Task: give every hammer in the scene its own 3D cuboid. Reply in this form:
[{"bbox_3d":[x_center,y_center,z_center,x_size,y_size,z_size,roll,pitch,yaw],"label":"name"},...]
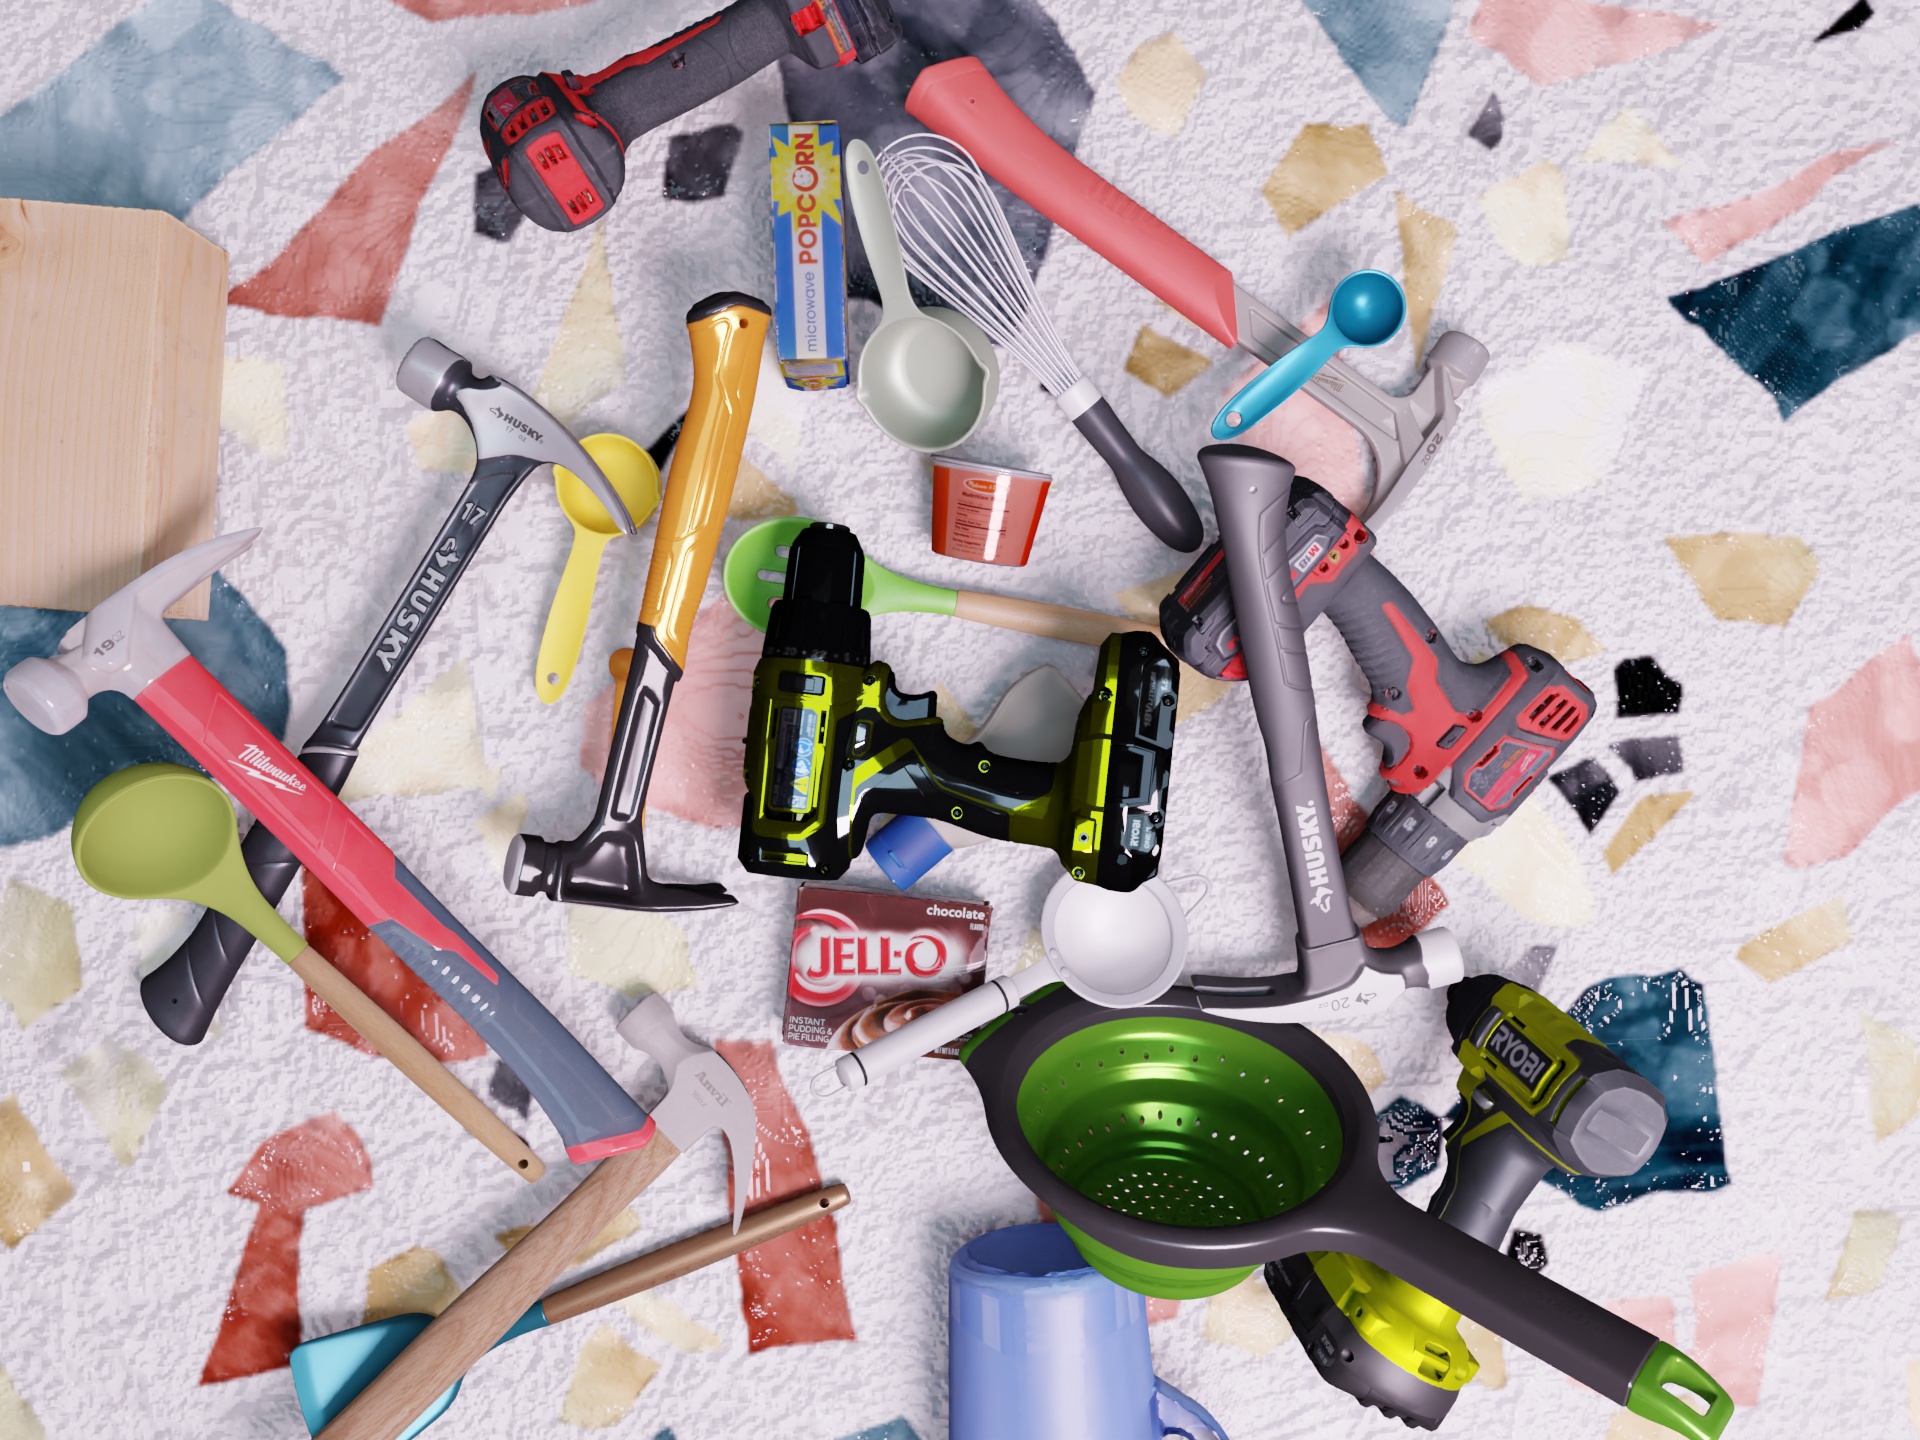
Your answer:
[{"bbox_3d":[0.118,-0.246,0.902,0.359,0.037,0.149,34,90,-4],"label":"hammer"},{"bbox_3d":[-0.148,-0.059,0.854,0.127,0.034,0.337,10,99,-28],"label":"hammer"},{"bbox_3d":[-0.331,0.003,0.874,0.149,0.036,0.409,32,95,-3],"label":"hammer"},{"bbox_3d":[0.168,0.015,0.832,0.146,0.035,0.334,-15,113,3],"label":"hammer"},{"bbox_3d":[-0.245,0.312,0.876,0.331,0.031,0.130,-44,87,-9],"label":"hammer"},{"bbox_3d":[-0.291,0.078,0.830,0.386,0.038,0.143,49,52,-12],"label":"hammer"}]

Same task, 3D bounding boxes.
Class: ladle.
[{"bbox_3d":[-0.338,0.147,0.855,0.078,0.062,0.320,-43,107,-9],"label":"ladle"}]

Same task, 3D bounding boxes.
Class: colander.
[{"bbox_3d":[0.174,0.263,0.801,0.397,0.204,0.094,23,124,36],"label":"colander"}]

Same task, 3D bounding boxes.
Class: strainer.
[{"bbox_3d":[0.029,0.146,0.877,0.258,0.050,0.087,-23,74,-26],"label":"strainer"}]

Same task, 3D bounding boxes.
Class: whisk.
[{"bbox_3d":[0.046,-0.206,0.890,0.070,0.070,0.284,-40,98,-1],"label":"whisk"}]

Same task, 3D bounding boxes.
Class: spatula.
[{"bbox_3d":[-0.212,0.330,0.902,0.317,0.044,0.082,-21,85,-3],"label":"spatula"}]

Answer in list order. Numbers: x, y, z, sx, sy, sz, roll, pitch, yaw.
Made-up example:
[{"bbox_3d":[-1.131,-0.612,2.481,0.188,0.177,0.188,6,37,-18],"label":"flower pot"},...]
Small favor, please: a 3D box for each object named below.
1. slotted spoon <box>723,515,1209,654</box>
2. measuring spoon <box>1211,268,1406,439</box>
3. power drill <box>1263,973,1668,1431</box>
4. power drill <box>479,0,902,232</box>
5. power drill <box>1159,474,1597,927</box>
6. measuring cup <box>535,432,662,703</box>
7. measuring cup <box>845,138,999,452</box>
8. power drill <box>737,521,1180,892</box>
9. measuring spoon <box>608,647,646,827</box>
[{"bbox_3d":[0.022,-0.060,0.909,0.313,0.031,0.070,10,92,-5],"label":"slotted spoon"},{"bbox_3d":[0.190,-0.200,0.886,0.128,0.021,0.042,-39,96,8],"label":"measuring spoon"},{"bbox_3d":[0.267,0.251,0.871,0.080,0.171,0.223,29,98,-15],"label":"power drill"},{"bbox_3d":[-0.154,-0.348,0.841,0.219,0.143,0.078,-34,130,-2],"label":"power drill"},{"bbox_3d":[0.216,-0.006,0.884,0.226,0.080,0.188,37,102,-13],"label":"power drill"},{"bbox_3d":[-0.210,-0.085,0.898,0.062,0.029,0.156,18,97,-1],"label":"measuring cup"},{"bbox_3d":[-0.027,-0.230,0.859,0.083,0.038,0.167,-5,112,28],"label":"measuring cup"},{"bbox_3d":[-0.001,-0.003,0.849,0.228,0.080,0.190,6,87,6],"label":"power drill"},{"bbox_3d":[-0.191,0.017,0.907,0.021,0.011,0.117,0,92,-3],"label":"measuring spoon"}]
